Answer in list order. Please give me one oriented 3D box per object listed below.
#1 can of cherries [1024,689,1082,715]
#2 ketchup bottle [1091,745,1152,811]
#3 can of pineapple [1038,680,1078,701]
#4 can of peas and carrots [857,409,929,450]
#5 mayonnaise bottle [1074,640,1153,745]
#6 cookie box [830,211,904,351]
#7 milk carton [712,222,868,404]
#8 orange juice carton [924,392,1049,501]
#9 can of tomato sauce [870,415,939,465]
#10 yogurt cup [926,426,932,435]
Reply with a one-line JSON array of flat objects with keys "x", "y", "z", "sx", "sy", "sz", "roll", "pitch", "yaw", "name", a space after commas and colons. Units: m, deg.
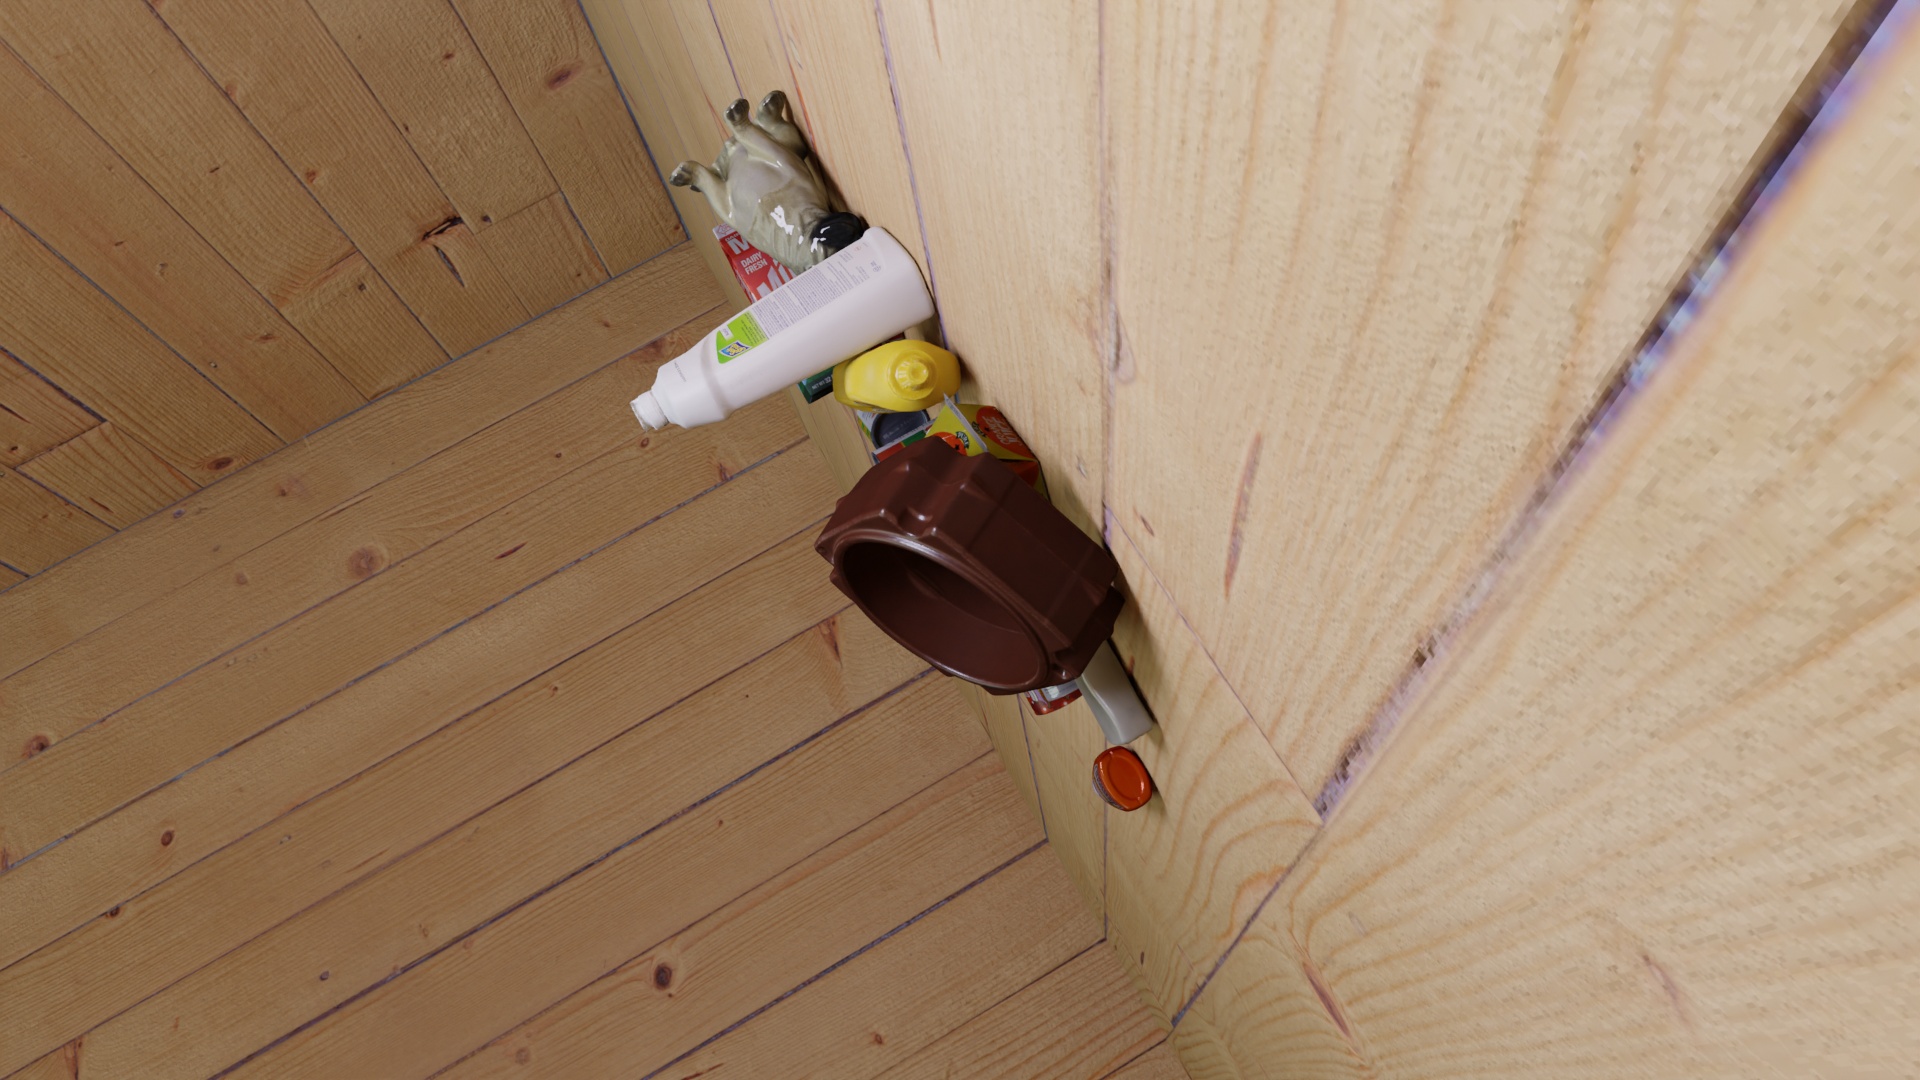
[{"x": 0.086, "y": 0.133, "z": 1.372, "sx": 0.058, "sy": 0.071, "sz": 0.071, "roll": 61, "pitch": 173, "yaw": -6, "name": "can of cherries"}, {"x": 0.160, "y": 0.244, "z": 1.414, "sx": 0.065, "sy": 0.043, "sz": 0.148, "roll": 59, "pitch": 174, "yaw": 10, "name": "ketchup bottle"}, {"x": 0.090, "y": 0.104, "z": 1.249, "sx": 0.058, "sy": 0.071, "sz": 0.071, "roll": 61, "pitch": 173, "yaw": 0, "name": "can of pineapple"}, {"x": -0.071, "y": -0.127, "z": 1.494, "sx": 0.070, "sy": 0.071, "sz": 0.059, "roll": 65, "pitch": 173, "yaw": -32, "name": "can of peas and carrots"}, {"x": 0.112, "y": 0.102, "z": 1.186, "sx": 0.148, "sy": 0.041, "sz": 0.064, "roll": 62, "pitch": 172, "yaw": 1, "name": "mayonnaise bottle"}, {"x": -0.111, "y": -0.246, "z": 1.392, "sx": 0.168, "sy": 0.040, "sz": 0.122, "roll": 58, "pitch": 173, "yaw": 21, "name": "cookie box"}, {"x": -0.163, "y": -0.234, "z": 1.344, "sx": 0.190, "sy": 0.072, "sz": 0.073, "roll": 61, "pitch": 172, "yaw": -2, "name": "milk carton"}, {"x": 0.024, "y": -0.035, "z": 1.117, "sx": 0.072, "sy": 0.073, "sz": 0.191, "roll": 56, "pitch": 171, "yaw": 38, "name": "orange juice carton"}, {"x": -0.034, "y": -0.075, "z": 1.352, "sx": 0.071, "sy": 0.083, "sz": 0.071, "roll": 59, "pitch": 173, "yaw": 12, "name": "can of tomato sauce"}, {"x": 0.006, "y": -0.064, "z": 1.182, "sx": 0.054, "sy": 0.072, "sz": 0.072, "roll": 45, "pitch": 165, "yaw": 37, "name": "yogurt cup"}]
